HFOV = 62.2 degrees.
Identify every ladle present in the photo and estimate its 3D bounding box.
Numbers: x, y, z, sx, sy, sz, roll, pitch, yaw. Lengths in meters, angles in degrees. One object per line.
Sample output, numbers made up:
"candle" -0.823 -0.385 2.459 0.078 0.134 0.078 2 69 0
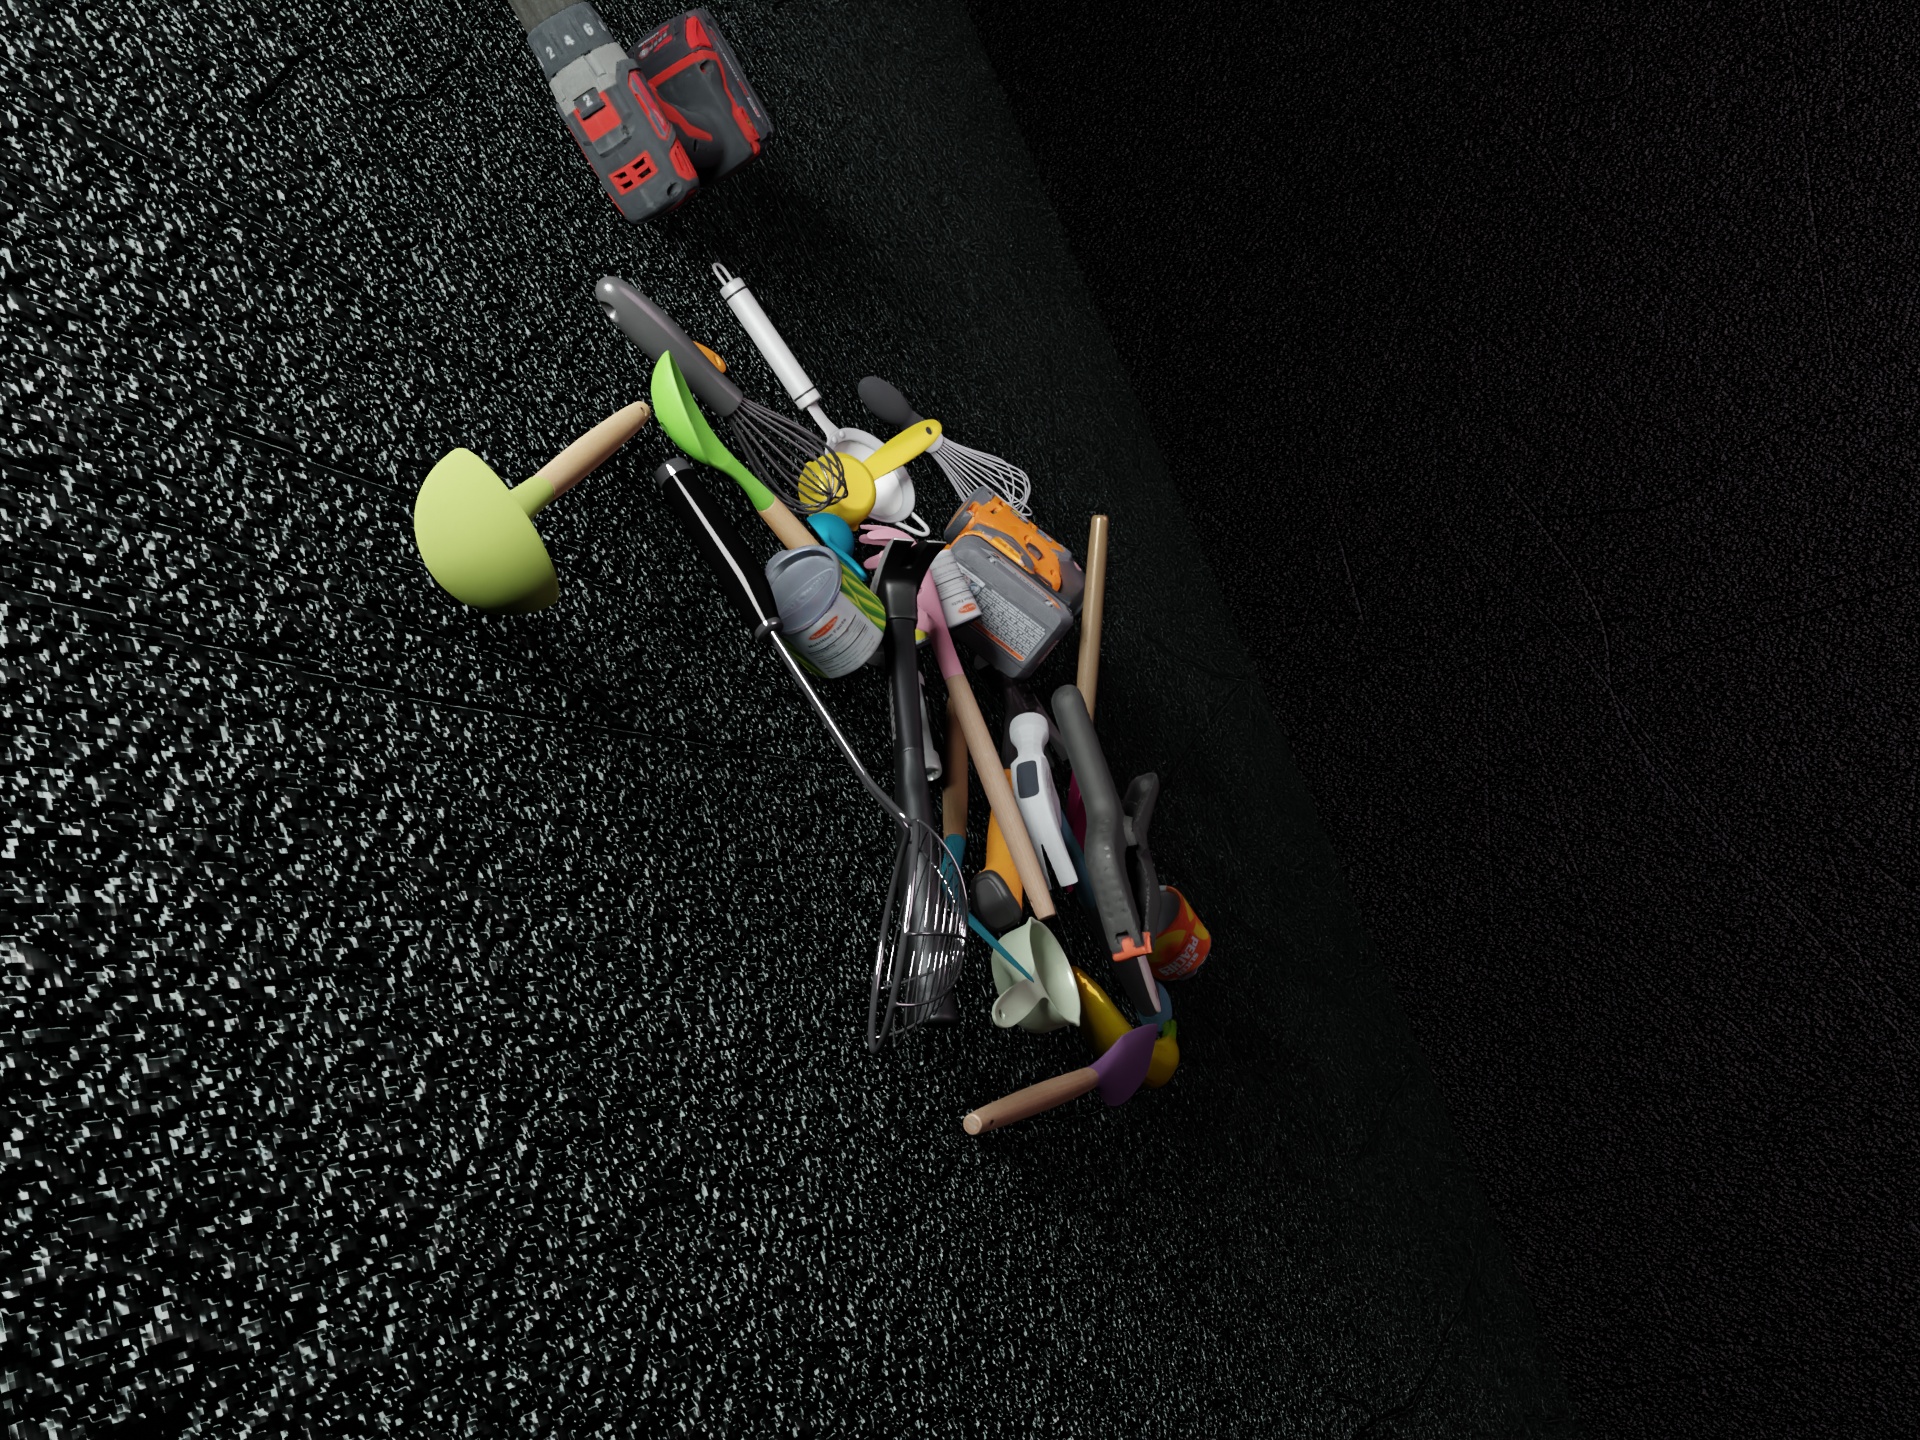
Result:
"ladle" -0.195 -0.129 0.808 0.078 0.062 0.320 62 15 -18

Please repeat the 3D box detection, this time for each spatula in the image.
"spatula" 0.006 0.066 1.137 0.082 0.044 0.318 45 23 -26
"spatula" 0.078 0.251 1.089 0.315 0.018 0.060 8 96 -63

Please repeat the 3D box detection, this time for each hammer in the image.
"hammer" 0.109 0.146 1.270 0.128 0.033 0.330 -91 159 -45
"hammer" -0.030 0.037 1.004 0.146 0.035 0.335 112 -24 -54
"hammer" 0.043 0.063 1.267 0.127 0.034 0.337 56 19 -22

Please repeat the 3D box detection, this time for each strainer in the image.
"strainer" -0.113 -0.240 1.221 0.258 0.050 0.087 56 38 -10

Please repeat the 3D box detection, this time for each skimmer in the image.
"skimmer" -0.102 0.010 0.898 0.363 0.090 0.127 57 -20 13

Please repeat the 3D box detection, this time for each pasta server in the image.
"pasta server" -0.002 -0.004 1.139 0.060 0.040 0.316 108 -37 -71

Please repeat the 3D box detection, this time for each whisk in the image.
"whisk" -0.156 -0.213 1.058 0.238 0.055 0.055 41 29 -42
"whisk" -0.013 -0.253 1.515 0.284 0.070 0.070 30 38 -53

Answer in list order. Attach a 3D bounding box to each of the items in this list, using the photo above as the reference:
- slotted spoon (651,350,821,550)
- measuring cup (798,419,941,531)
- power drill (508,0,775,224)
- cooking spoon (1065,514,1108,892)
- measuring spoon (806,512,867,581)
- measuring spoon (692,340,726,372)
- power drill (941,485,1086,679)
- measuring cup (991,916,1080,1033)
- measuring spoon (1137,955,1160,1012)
"slotted spoon" -0.118 -0.130 1.078 0.313 0.031 0.070 49 16 -46
"measuring cup" -0.058 -0.196 1.201 0.156 0.029 0.062 -41 99 -36
"power drill" -0.229 -0.456 1.130 0.187 0.080 0.227 59 21 -16
"cooking spoon" 0.105 -0.013 1.340 0.069 0.017 0.319 -17 112 -73
"measuring spoon" -0.075 -0.117 1.074 0.042 0.021 0.129 51 -2 -25
"measuring spoon" -0.185 -0.255 1.078 0.021 0.011 0.117 67 17 9
"power drill" 0.052 -0.117 1.395 0.164 0.084 0.227 37 21 -6
"measuring cup" 0.036 0.186 1.075 0.083 0.038 0.167 66 19 4
"measuring spoon" 0.148 0.174 1.279 0.034 0.018 0.124 -23 96 -76
